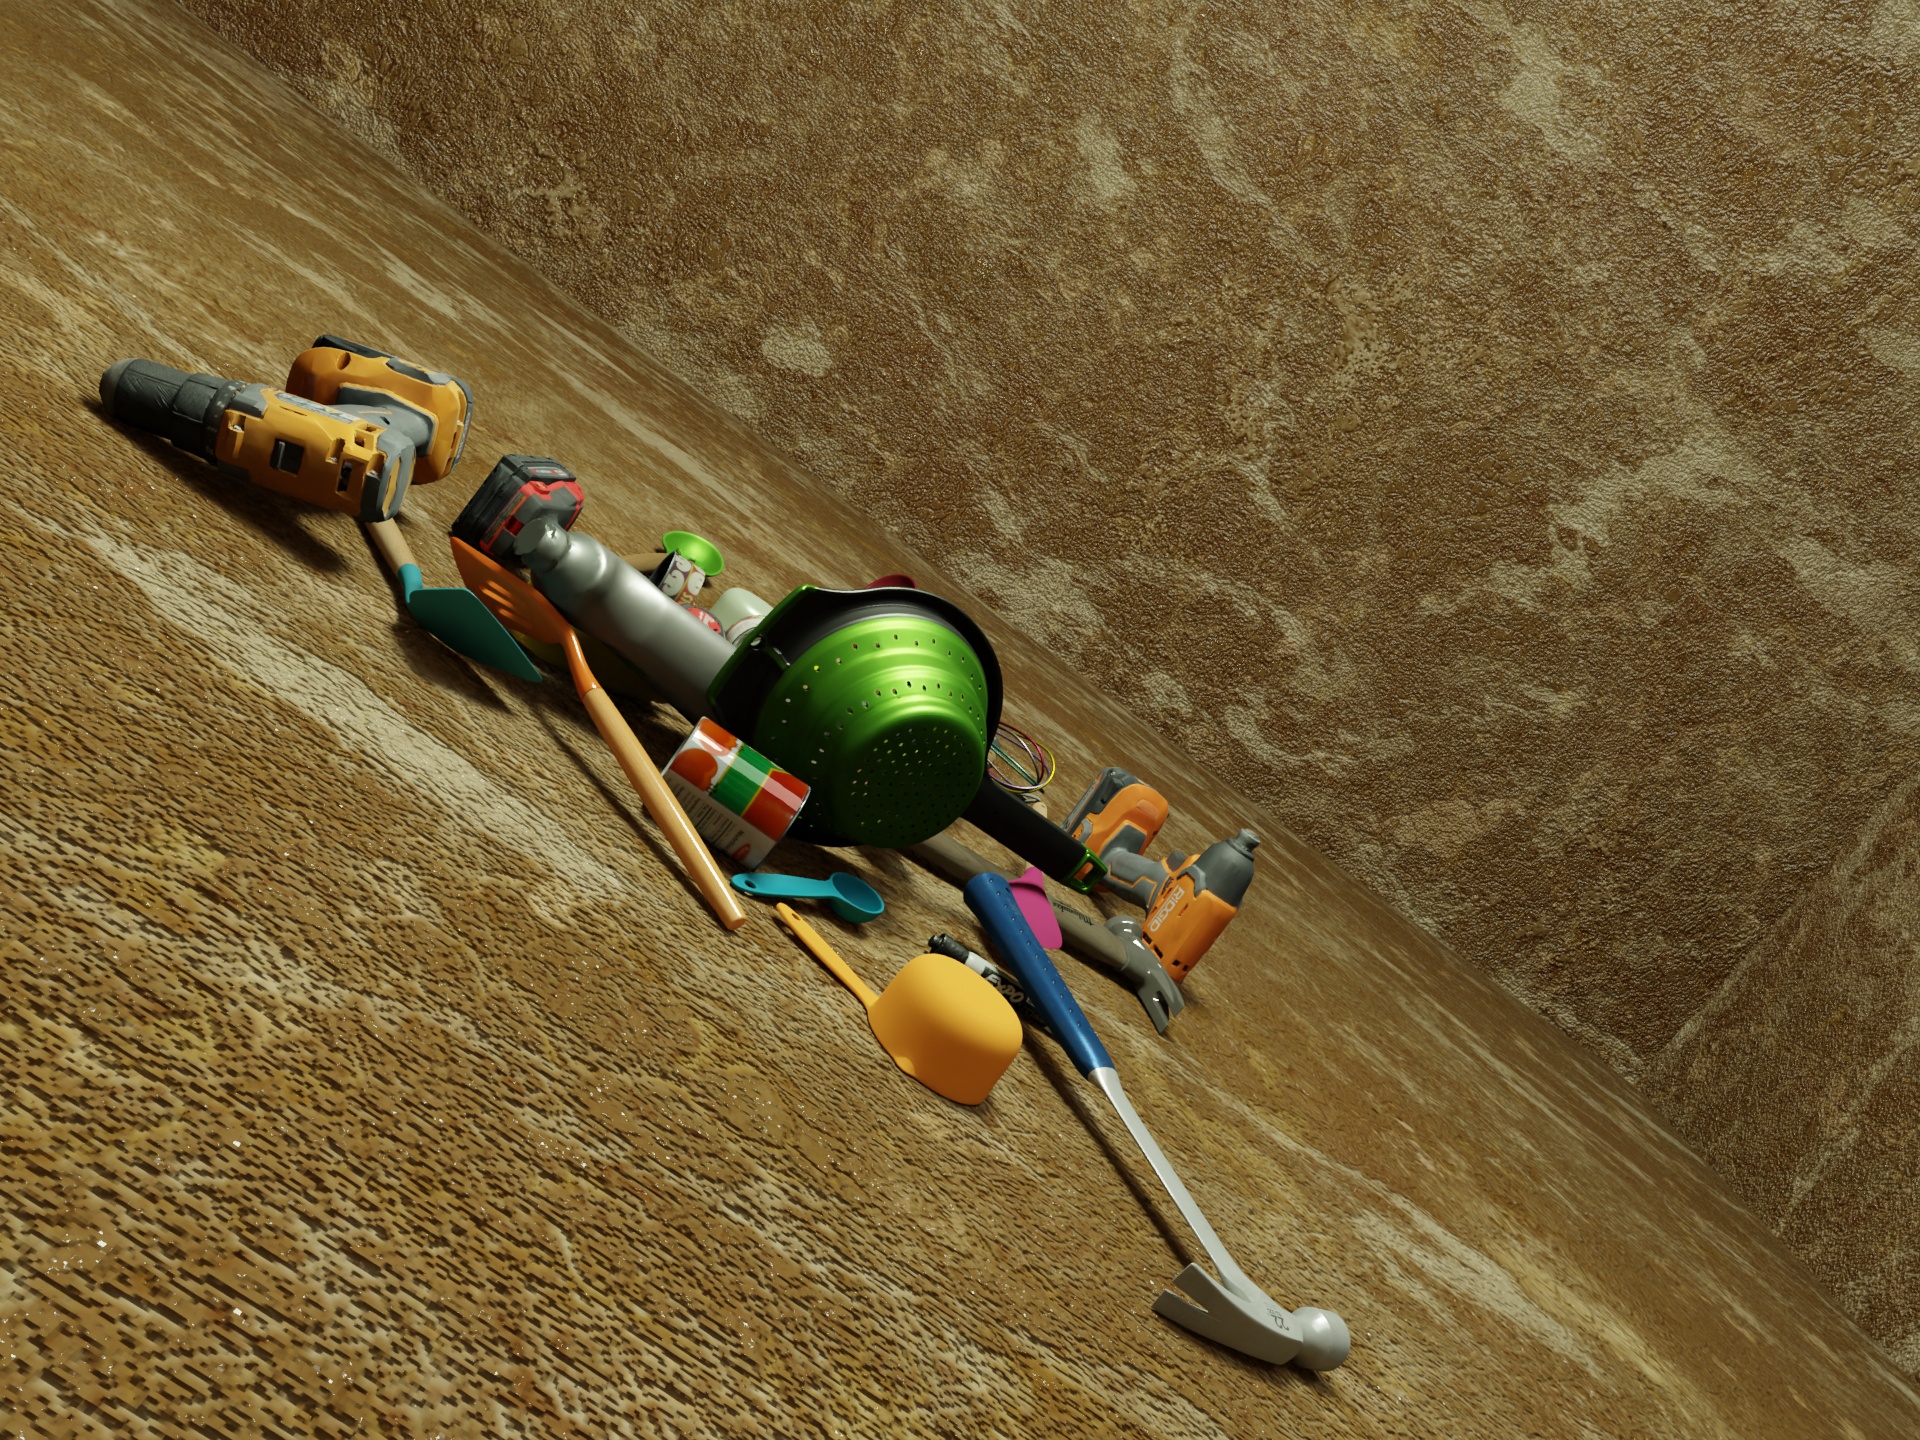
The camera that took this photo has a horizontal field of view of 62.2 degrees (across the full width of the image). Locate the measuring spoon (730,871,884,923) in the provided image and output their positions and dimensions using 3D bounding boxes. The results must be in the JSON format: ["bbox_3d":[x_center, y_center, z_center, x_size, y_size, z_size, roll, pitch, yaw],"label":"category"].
[{"bbox_3d":[-0.102,0.116,1.029,0.128,0.021,0.042,12,27,-47],"label":"measuring spoon"}]

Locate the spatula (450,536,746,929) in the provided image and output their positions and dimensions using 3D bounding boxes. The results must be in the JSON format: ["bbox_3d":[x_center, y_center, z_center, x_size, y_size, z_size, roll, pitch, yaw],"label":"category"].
[{"bbox_3d":[-0.225,0.007,0.984,0.323,0.041,0.081,52,-20,26],"label":"spatula"}]

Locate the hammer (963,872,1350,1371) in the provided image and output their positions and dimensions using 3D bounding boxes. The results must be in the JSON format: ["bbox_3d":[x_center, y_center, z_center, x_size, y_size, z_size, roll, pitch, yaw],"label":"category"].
[{"bbox_3d":[0.093,0.234,1.021,0.144,0.035,0.406,29,17,-39],"label":"hammer"}]

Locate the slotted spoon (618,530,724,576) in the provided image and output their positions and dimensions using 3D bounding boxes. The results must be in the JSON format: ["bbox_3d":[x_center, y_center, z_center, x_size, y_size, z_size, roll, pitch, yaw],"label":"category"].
[{"bbox_3d":[-0.298,-0.155,1.543,0.070,0.031,0.314,37,12,2],"label":"slotted spoon"}]

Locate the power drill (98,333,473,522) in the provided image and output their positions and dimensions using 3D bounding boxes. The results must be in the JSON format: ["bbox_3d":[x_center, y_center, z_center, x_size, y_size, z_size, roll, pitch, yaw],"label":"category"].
[{"bbox_3d":[-0.438,-0.203,1.061,0.185,0.084,0.226,18,17,-7],"label":"power drill"}]

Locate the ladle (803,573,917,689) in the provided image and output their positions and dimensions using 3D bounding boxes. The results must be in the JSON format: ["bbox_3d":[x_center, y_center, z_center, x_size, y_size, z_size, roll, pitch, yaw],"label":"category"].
[{"bbox_3d":[-0.109,-0.052,1.391,0.315,0.069,0.031,-57,134,-56],"label":"ladle"}]

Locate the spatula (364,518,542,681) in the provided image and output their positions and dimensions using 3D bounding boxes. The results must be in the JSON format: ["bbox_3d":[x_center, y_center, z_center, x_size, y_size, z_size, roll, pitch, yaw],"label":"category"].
[{"bbox_3d":[-0.366,-0.114,1.065,0.318,0.044,0.082,45,-12,45],"label":"spatula"}]

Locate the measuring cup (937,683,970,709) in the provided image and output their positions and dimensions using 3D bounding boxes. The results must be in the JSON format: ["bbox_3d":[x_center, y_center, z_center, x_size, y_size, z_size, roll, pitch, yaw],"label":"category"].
[{"bbox_3d":[-0.050,-0.030,1.459,0.156,0.029,0.062,15,26,-18],"label":"measuring cup"}]

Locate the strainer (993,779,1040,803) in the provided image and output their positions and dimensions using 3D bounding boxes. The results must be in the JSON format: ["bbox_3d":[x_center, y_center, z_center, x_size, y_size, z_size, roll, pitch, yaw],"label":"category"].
[{"bbox_3d":[-0.010,0.037,1.632,0.259,0.050,0.086,39,1,44],"label":"strainer"}]

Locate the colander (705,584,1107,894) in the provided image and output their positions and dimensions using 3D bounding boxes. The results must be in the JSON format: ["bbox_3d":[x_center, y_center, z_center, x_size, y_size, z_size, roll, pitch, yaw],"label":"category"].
[{"bbox_3d":[0.001,0.056,1.136,0.396,0.204,0.095,36,9,-39],"label":"colander"}]

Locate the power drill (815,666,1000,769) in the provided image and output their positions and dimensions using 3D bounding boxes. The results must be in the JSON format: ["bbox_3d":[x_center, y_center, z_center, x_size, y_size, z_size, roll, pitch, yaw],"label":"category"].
[{"bbox_3d":[-0.083,-0.012,1.503,0.223,0.080,0.171,24,17,-41],"label":"power drill"}]

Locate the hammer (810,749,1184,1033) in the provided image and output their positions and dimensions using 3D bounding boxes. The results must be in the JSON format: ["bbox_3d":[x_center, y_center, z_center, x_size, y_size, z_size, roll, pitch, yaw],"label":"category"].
[{"bbox_3d":[0.015,0.128,1.313,0.410,0.038,0.146,33,12,-23],"label":"hammer"}]

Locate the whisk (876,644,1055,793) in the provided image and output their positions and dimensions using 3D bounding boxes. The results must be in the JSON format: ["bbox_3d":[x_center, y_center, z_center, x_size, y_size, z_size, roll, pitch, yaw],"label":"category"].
[{"bbox_3d":[0.000,-0.005,1.366,0.051,0.047,0.245,29,8,-48],"label":"whisk"}]

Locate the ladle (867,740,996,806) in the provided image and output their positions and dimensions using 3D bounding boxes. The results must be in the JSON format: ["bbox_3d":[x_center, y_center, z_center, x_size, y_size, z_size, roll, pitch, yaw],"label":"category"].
[{"bbox_3d":[-0.007,0.038,1.342,0.078,0.062,0.320,43,14,8],"label":"ladle"}]

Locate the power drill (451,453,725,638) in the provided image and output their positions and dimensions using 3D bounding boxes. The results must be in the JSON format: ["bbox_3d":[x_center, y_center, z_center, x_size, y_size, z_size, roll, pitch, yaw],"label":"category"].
[{"bbox_3d":[-0.282,-0.113,1.270,0.219,0.078,0.143,40,10,1],"label":"power drill"}]

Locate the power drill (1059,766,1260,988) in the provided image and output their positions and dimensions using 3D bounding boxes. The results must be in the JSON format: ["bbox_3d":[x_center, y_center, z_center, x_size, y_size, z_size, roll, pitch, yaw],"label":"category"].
[{"bbox_3d":[0.191,0.135,1.529,0.084,0.164,0.227,31,10,-32],"label":"power drill"}]

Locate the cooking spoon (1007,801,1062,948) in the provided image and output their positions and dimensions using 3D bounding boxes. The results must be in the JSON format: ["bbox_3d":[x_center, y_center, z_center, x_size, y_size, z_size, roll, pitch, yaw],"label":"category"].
[{"bbox_3d":[0.062,0.121,1.341,0.068,0.017,0.319,37,14,-5],"label":"cooking spoon"}]

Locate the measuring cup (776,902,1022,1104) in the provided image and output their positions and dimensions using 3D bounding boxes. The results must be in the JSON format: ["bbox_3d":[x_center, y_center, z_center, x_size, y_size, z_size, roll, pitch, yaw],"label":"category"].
[{"bbox_3d":[-0.036,0.153,0.958,0.174,0.052,0.095,42,11,13],"label":"measuring cup"}]

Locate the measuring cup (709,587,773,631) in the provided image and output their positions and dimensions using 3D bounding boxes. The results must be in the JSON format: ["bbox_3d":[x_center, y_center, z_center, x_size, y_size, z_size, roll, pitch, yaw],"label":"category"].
[{"bbox_3d":[-0.170,-0.076,1.582,0.167,0.038,0.083,33,10,-11],"label":"measuring cup"}]
